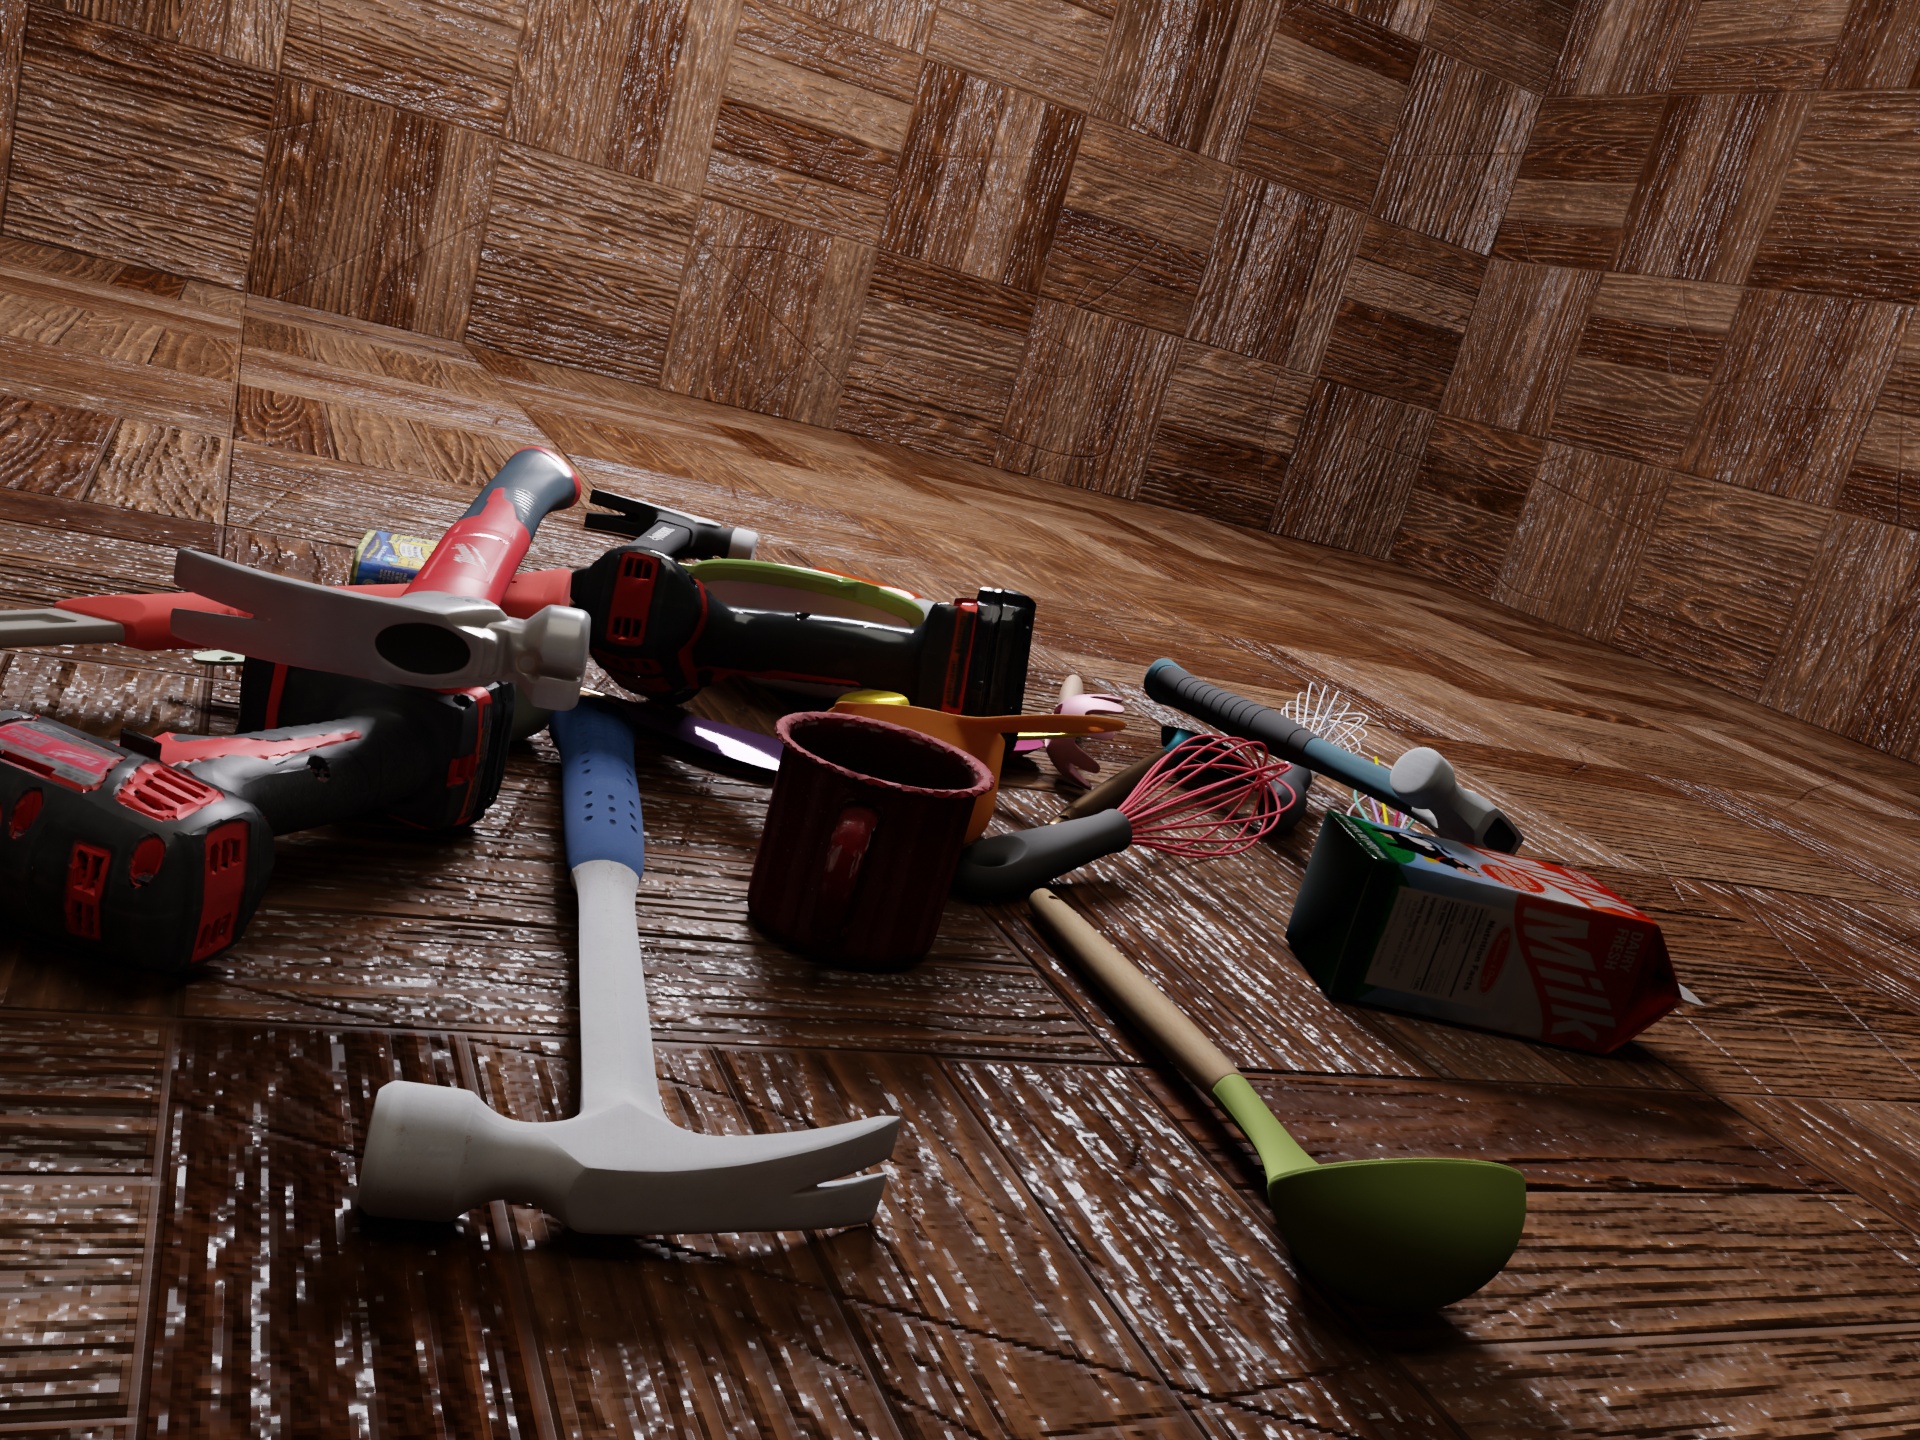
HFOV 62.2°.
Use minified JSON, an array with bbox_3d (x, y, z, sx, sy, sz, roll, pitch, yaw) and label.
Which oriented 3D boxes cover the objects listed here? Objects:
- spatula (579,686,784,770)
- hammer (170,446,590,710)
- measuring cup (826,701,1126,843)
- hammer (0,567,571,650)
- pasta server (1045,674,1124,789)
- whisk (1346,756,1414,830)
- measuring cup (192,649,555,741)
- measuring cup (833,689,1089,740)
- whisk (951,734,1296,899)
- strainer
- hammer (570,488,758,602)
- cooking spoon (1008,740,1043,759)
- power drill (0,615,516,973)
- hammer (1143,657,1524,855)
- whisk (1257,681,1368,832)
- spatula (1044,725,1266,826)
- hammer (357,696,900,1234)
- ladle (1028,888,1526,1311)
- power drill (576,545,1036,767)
[{"bbox_3d":[-0.211,-0.011,0.852,0.316,0.018,0.060,15,13,-5],"label":"spatula"},{"bbox_3d":[-0.234,-0.086,0.737,0.143,0.038,0.387,10,16,-12],"label":"hammer"},{"bbox_3d":[0.004,0.026,0.720,0.095,0.052,0.174,22,-18,-41],"label":"measuring cup"},{"bbox_3d":[-0.347,-0.047,0.710,0.359,0.036,0.149,-7,25,-38],"label":"hammer"},{"bbox_3d":[0.083,-0.007,1.110,0.040,0.060,0.316,22,8,2],"label":"pasta server"},{"bbox_3d":[0.272,0.076,1.004,0.051,0.047,0.245,19,18,7],"label":"whisk"},{"bbox_3d":[-0.278,-0.015,0.768,0.167,0.038,0.083,0,20,-22],"label":"measuring cup"},{"bbox_3d":[-0.001,-0.003,0.926,0.156,0.029,0.062,-1,8,19],"label":"measuring cup"},{"bbox_3d":[0.093,0.056,0.853,0.073,0.073,0.295,25,23,35],"label":"whisk"},{"bbox_3d":[-0.084,-0.042,1.053,0.151,0.069,0.256,8,-8,21],"label":"strainer"},{"bbox_3d":[-0.254,-0.131,1.247,0.146,0.035,0.335,16,14,-3],"label":"hammer"},{"bbox_3d":[-0.024,0.030,0.896,0.069,0.017,0.319,12,11,19],"label":"cooking spoon"},{"bbox_3d":[-0.271,0.014,0.575,0.143,0.078,0.220,18,17,10],"label":"power drill"},{"bbox_3d":[0.209,0.016,0.968,0.128,0.033,0.331,37,-2,-30],"label":"hammer"},{"bbox_3d":[0.241,0.030,1.123,0.070,0.070,0.284,19,19,15],"label":"whisk"},{"bbox_3d":[0.118,0.042,1.001,0.082,0.044,0.317,23,20,22],"label":"spatula"},{"bbox_3d":[-0.128,0.066,0.600,0.144,0.035,0.406,11,14,-17],"label":"hammer"},{"bbox_3d":[0.094,0.117,0.605,0.078,0.062,0.320,13,11,-23],"label":"ladle"},{"bbox_3d":[-0.083,-0.029,0.846,0.226,0.080,0.188,9,-11,-2],"label":"power drill"}]
